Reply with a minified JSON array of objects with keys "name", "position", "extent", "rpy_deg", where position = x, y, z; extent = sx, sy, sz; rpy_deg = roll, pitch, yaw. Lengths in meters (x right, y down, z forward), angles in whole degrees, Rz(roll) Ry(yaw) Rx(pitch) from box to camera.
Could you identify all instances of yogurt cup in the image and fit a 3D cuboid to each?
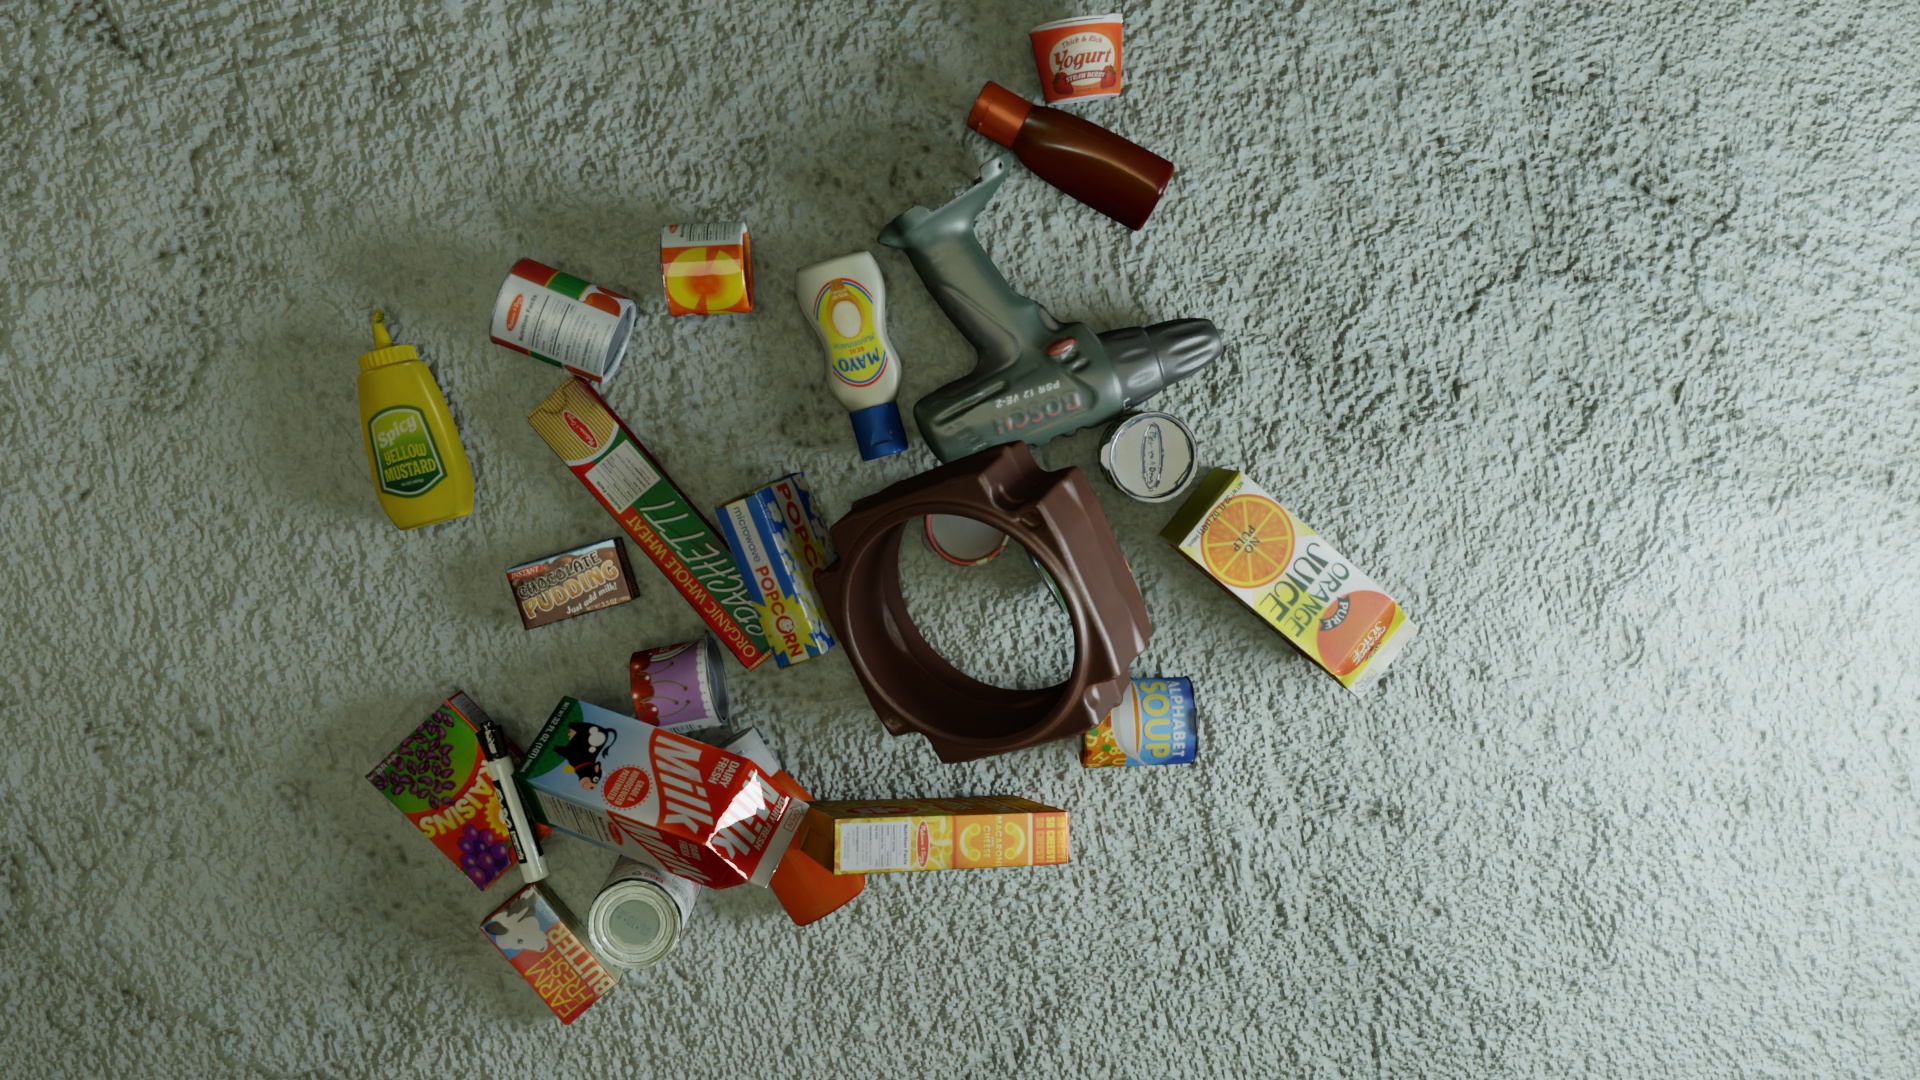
[{"name":"yogurt cup","position":[0.085,-0.345,0.999],"extent":[0.072,0.072,0.053],"rpy_deg":[-8,103,-2]}]

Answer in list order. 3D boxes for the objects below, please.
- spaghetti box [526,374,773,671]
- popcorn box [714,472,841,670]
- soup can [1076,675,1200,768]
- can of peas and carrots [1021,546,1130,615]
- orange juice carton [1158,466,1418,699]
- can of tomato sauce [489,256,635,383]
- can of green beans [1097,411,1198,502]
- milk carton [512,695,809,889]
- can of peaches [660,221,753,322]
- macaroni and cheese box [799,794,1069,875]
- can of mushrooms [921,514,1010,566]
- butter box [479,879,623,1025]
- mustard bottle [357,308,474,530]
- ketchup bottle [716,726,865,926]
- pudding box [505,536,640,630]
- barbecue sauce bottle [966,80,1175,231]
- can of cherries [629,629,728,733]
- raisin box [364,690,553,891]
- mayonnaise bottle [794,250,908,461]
[{"name":"spaghetti box","position":[-0.218,-0.011,1.029],"extent":[0.050,0.029,0.250],"rpy_deg":[-40,95,1]},{"name":"popcorn box","position":[-0.122,0.020,1.005],"extent":[0.038,0.085,0.126],"rpy_deg":[-19,96,19]},{"name":"soup can","position":[0.131,0.135,1.035],"extent":[0.084,0.071,0.071],"rpy_deg":[-2,95,-2]},{"name":"can of peas and carrots","position":[0.084,0.011,1.024],"extent":[0.059,0.071,0.071],"rpy_deg":[-32,96,0]},{"name":"orange juice carton","position":[0.247,0.033,1.031],"extent":[0.192,0.073,0.072],"rpy_deg":[39,92,-5]},{"name":"can of tomato sauce","position":[-0.284,-0.158,0.997],"extent":[0.083,0.071,0.071],"rpy_deg":[21,94,-4]},{"name":"can of green beans","position":[0.137,-0.063,1.026],"extent":[0.071,0.058,0.071],"rpy_deg":[0,95,-3]},{"name":"milk carton","position":[-0.208,0.184,0.981],"extent":[0.191,0.073,0.073],"rpy_deg":[17,52,13]},{"name":"can of peaches","position":[-0.181,-0.193,0.998],"extent":[0.058,0.071,0.071],"rpy_deg":[-4,95,-2]},{"name":"macaroni and cheese box","position":[-0.021,0.208,0.990],"extent":[0.167,0.123,0.040],"rpy_deg":[2,85,-17]},{"name":"can of mushrooms","position":[0.004,-0.013,1.037],"extent":[0.071,0.033,0.071],"rpy_deg":[0,95,-3]},{"name":"butter box","position":[-0.310,0.311,1.054],"extent":[0.053,0.024,0.103],"rpy_deg":[-39,95,0]},{"name":"mustard bottle","position":[-0.402,-0.089,1.004],"extent":[0.065,0.049,0.160],"rpy_deg":[-16,95,-3]},{"name":"ketchup bottle","position":[-0.133,0.212,1.044],"extent":[0.065,0.043,0.148],"rpy_deg":[-30,95,-2]},{"name":"pudding box","position":[-0.286,0.031,1.029],"extent":[0.084,0.030,0.049],"rpy_deg":[-16,94,-1]},{"name":"barbecue sauce bottle","position":[0.077,-0.281,1.004],"extent":[0.148,0.064,0.044],"rpy_deg":[28,70,-2]},{"name":"can of cherries","position":[-0.207,0.106,1.021],"extent":[0.058,0.071,0.071],"rpy_deg":[-11,95,0]},{"name":"raisin box","position":[-0.363,0.186,1.034],"extent":[0.086,0.040,0.123],"rpy_deg":[-43,96,1]},{"name":"mayonnaise bottle","position":[-0.074,-0.134,1.019],"extent":[0.065,0.041,0.148],"rpy_deg":[-16,95,-1]}]
